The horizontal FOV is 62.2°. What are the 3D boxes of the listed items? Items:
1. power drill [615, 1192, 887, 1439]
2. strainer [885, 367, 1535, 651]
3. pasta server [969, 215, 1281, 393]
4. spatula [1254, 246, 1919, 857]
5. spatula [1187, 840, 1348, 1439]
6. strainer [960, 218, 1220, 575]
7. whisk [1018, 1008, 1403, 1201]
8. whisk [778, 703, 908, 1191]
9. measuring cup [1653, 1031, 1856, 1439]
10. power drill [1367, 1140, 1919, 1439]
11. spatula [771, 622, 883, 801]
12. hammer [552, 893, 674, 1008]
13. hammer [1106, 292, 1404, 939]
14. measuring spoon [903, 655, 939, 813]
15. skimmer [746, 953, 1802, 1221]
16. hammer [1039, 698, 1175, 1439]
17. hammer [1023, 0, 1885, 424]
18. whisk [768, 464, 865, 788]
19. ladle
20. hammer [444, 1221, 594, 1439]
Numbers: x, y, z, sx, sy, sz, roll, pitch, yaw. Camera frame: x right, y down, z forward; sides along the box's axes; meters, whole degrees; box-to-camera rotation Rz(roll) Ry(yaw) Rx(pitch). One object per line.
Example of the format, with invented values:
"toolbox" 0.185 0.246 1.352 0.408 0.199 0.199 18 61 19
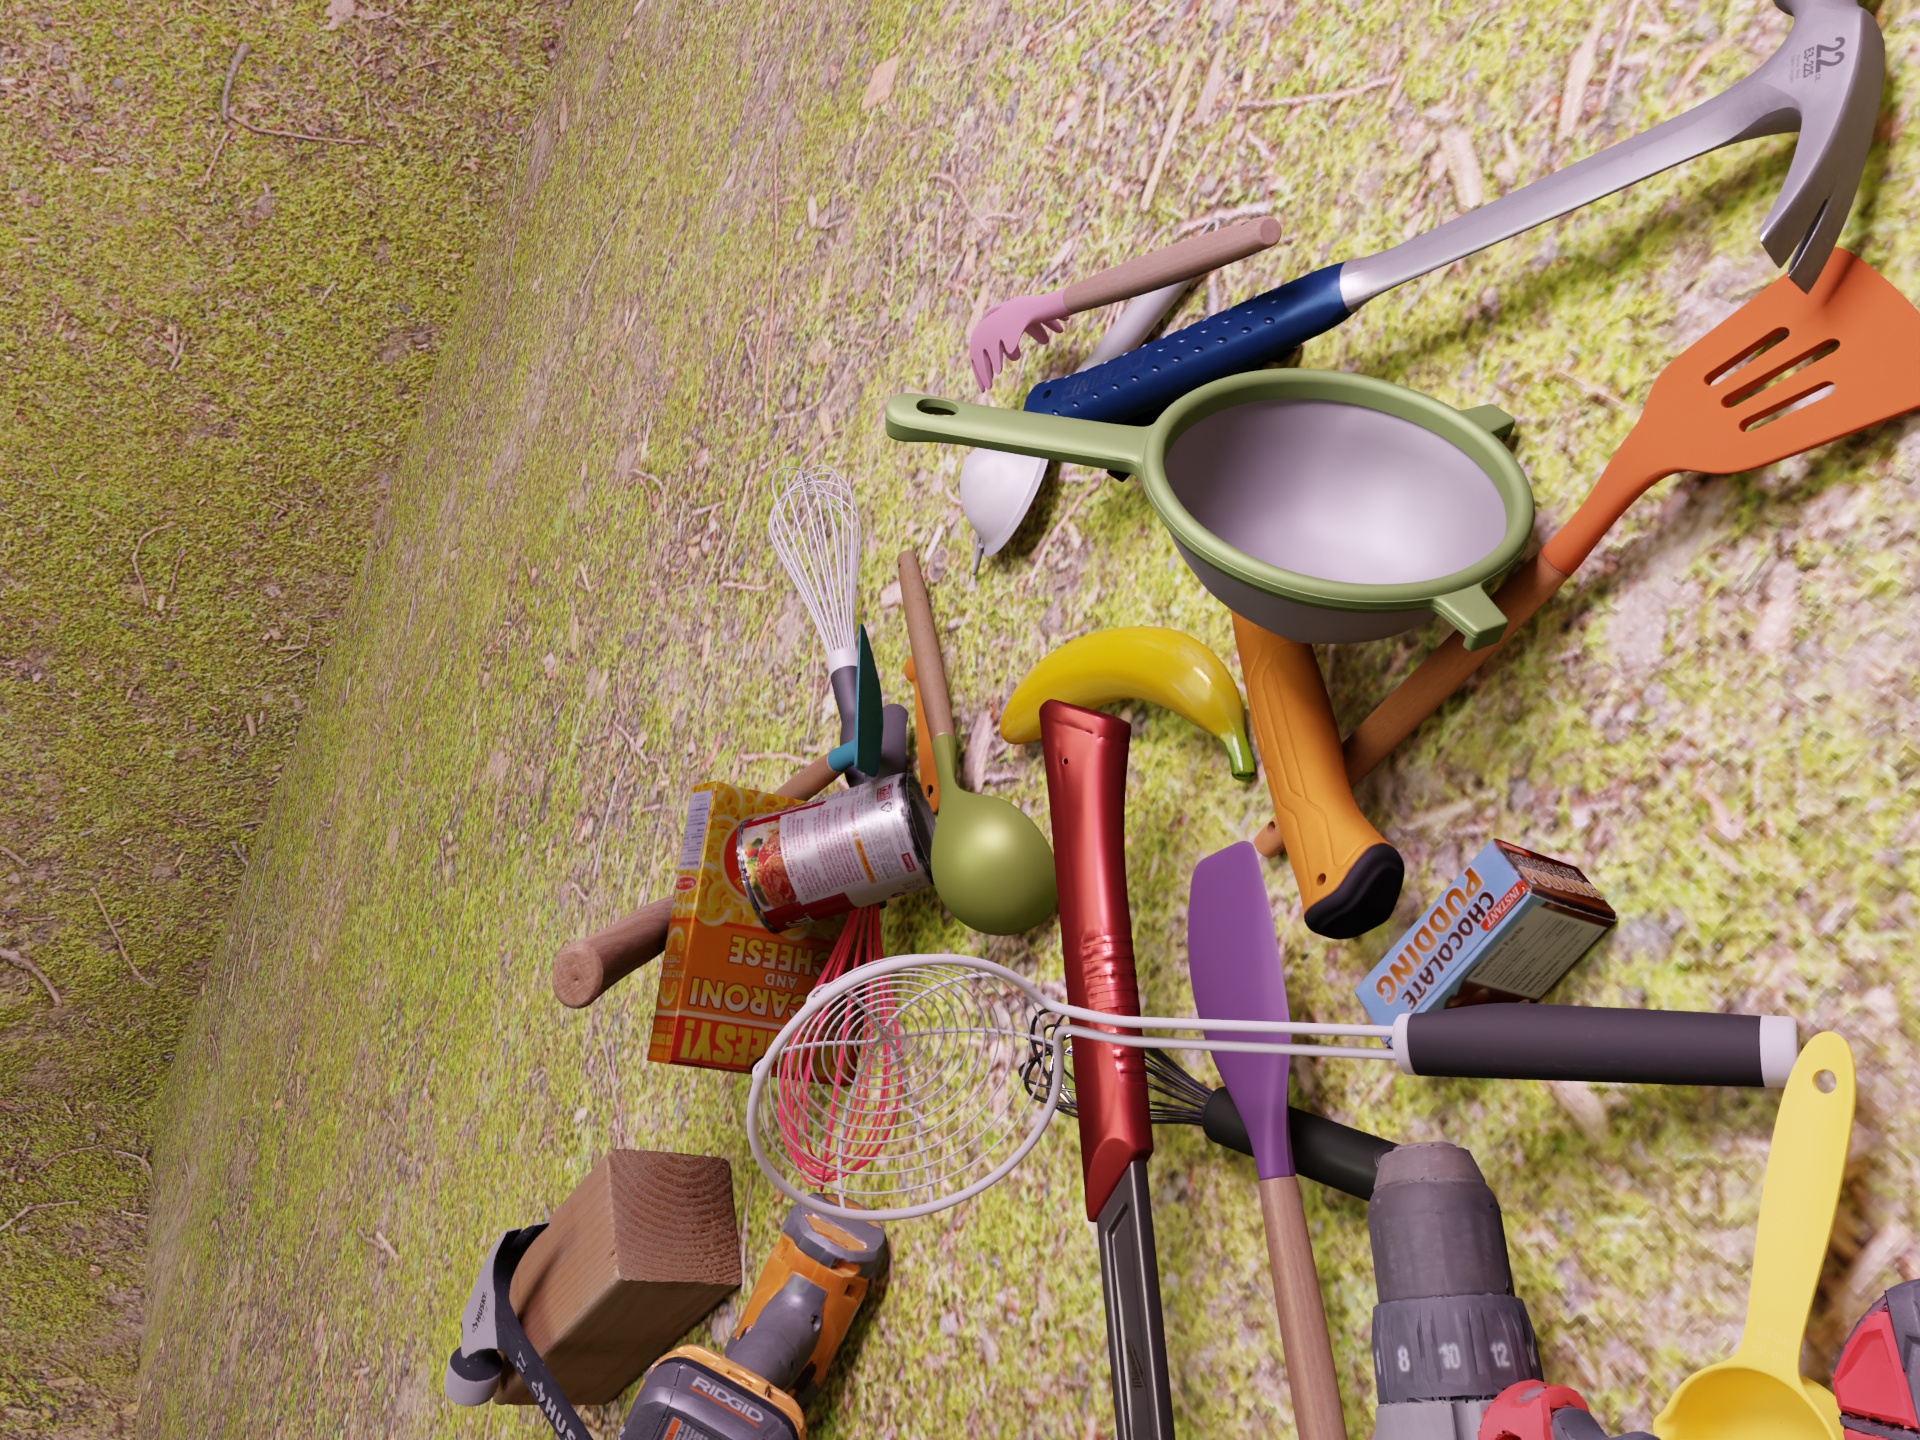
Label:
"power drill" -0.119 0.367 0.823 0.185 0.084 0.226 -65 -8 11
"strainer" 0.093 -0.083 0.642 0.152 0.256 0.069 -69 -14 -44
"pasta server" 0.076 -0.217 0.826 0.060 0.040 0.316 -40 18 -15
"spatula" 0.221 -0.042 0.618 0.322 0.041 0.081 -53 37 38
"spatula" 0.124 0.202 0.609 0.059 0.018 0.316 -39 52 54
"strainer" 0.063 -0.185 0.915 0.258 0.050 0.087 -48 25 30
"whisk" 0.107 0.169 0.686 0.246 0.058 0.059 5 116 55
"whisk" -0.058 0.128 0.944 0.073 0.073 0.296 -22 55 52
"measuring cup" 0.251 0.172 0.472 0.062 0.029 0.156 4 77 58
"power drill" 0.202 0.199 0.438 0.226 0.080 0.188 -36 48 49
"spatula" -0.095 0.028 1.002 0.317 0.044 0.082 145 129 -62
"hammer" -0.188 0.130 1.000 0.331 0.031 0.130 -29 -55 -84
"hammer" 0.129 -0.048 0.714 0.127 0.034 0.337 -38 41 33
"measuring spoon" -0.025 0.007 0.988 0.021 0.011 0.117 -42 44 41
"skimmer" 0.093 0.135 0.563 0.363 0.127 0.090 -5 35 30
"hammer" 0.059 0.163 0.681 0.149 0.036 0.359 -29 57 45
"hammer" 0.176 -0.186 0.684 0.405 0.035 0.144 -15 57 48
"whisk" -0.083 -0.063 1.076 0.070 0.070 0.285 -44 48 39
"ladle" -0.001 -0.003 0.940 0.321 0.062 0.078 -102 24 -48
"hammer" -0.192 0.462 0.930 0.409 0.036 0.149 33 112 41
